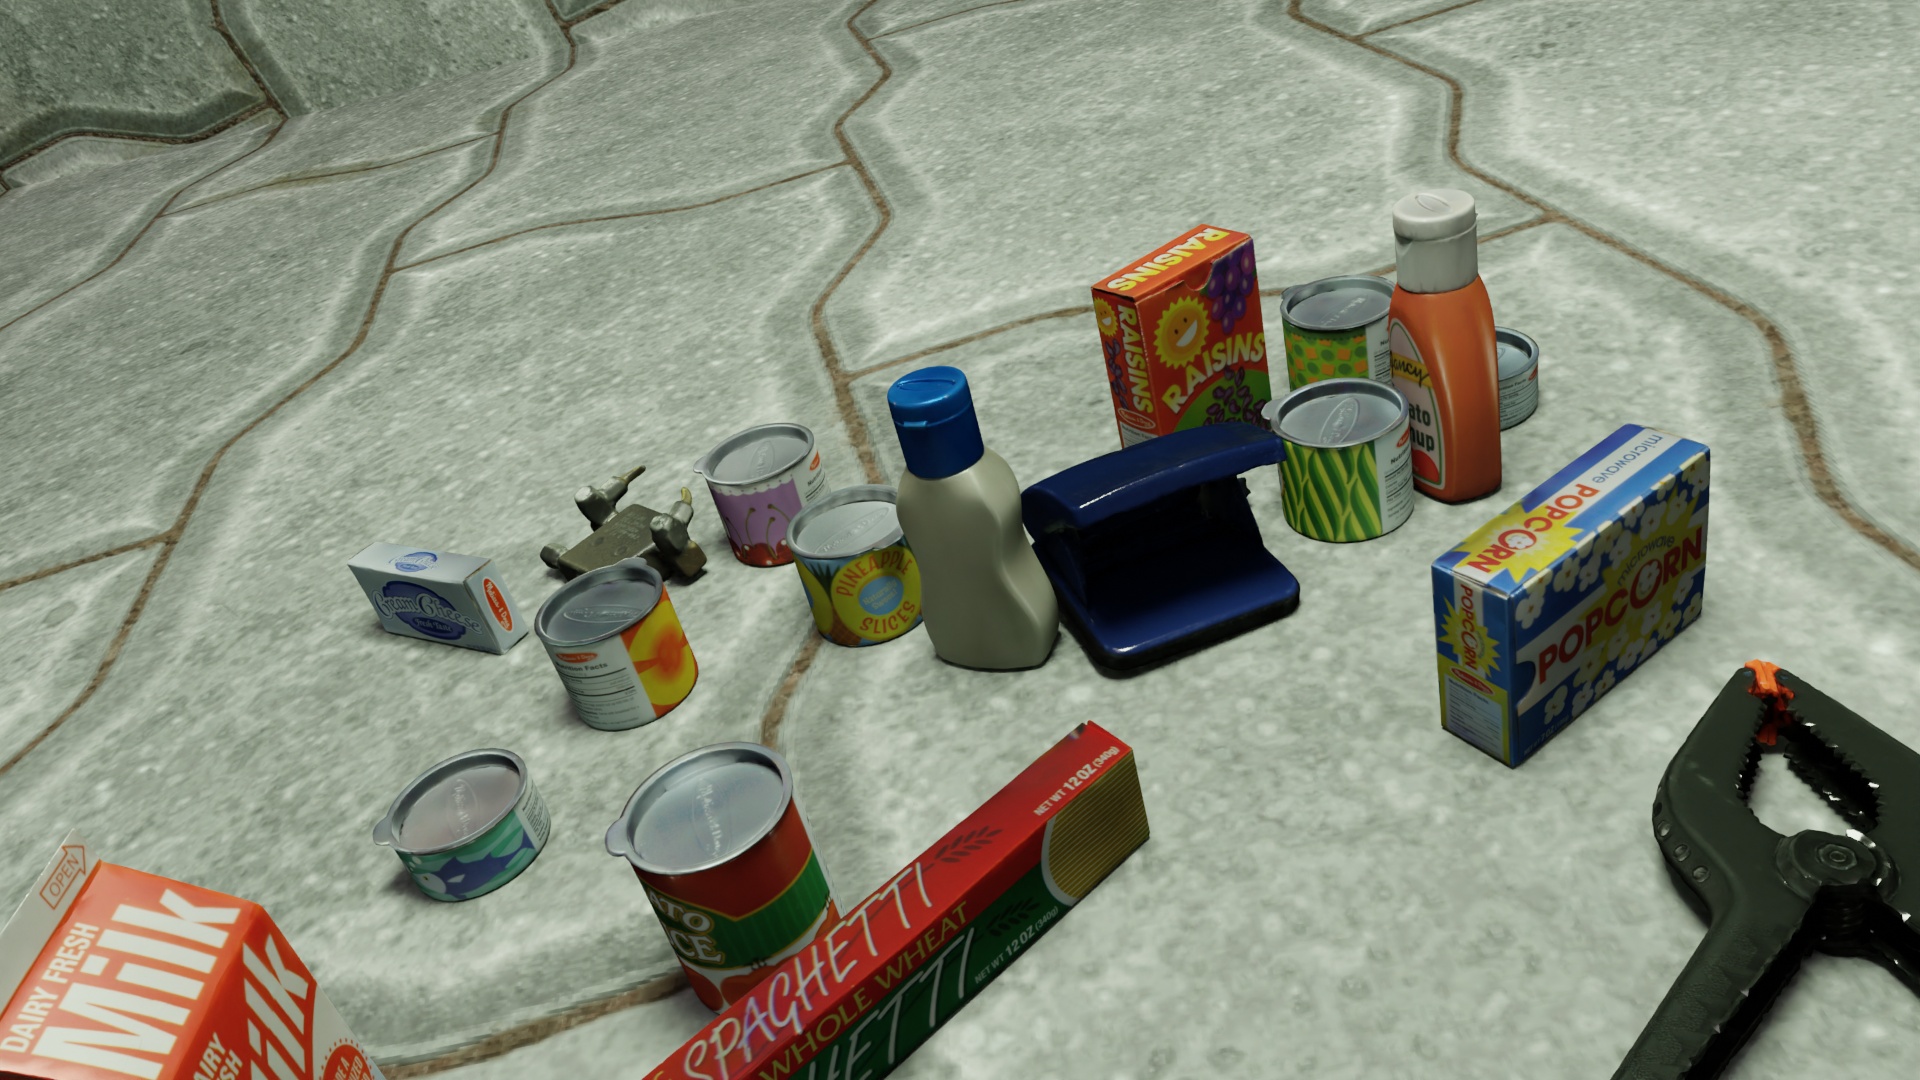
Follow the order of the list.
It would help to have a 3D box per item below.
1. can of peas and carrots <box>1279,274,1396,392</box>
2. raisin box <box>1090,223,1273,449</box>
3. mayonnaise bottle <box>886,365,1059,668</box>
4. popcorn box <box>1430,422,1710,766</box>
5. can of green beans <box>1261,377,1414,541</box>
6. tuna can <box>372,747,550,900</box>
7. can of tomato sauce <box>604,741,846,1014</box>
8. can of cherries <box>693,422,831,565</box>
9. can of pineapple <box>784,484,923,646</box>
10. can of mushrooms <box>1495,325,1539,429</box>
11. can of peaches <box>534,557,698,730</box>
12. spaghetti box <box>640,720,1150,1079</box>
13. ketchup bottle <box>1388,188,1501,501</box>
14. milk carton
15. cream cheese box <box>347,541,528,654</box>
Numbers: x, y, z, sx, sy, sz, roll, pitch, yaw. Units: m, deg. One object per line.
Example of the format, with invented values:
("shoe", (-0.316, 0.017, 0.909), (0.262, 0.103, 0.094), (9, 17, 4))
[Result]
("can of peas and carrots", (0.217, -0.111, 0.792), (0.071, 0.058, 0.071), (-11, 32, 7))
("raisin box", (0.122, -0.095, 0.747), (0.086, 0.122, 0.040), (-31, 35, -24))
("mayonnaise bottle", (0.002, -0.008, 0.641), (0.065, 0.147, 0.041), (2, 36, 25))
("popcorn box", (0.246, 0.019, 0.556), (0.127, 0.084, 0.038), (-31, 35, -23))
("can of green beans", (0.192, -0.041, 0.695), (0.071, 0.057, 0.071), (-11, 32, 7))
("tuna can", (-0.226, 0.130, 0.632), (0.071, 0.032, 0.071), (-11, 32, 7))
("can of tomato sauce", (-0.086, 0.130, 0.527), (0.071, 0.082, 0.071), (-11, 32, 7))
("can of cherries", (-0.111, -0.027, 0.800), (0.071, 0.058, 0.072), (-11, 32, 7))
("can of pineapple", (-0.050, 0.013, 0.714), (0.071, 0.057, 0.071), (-11, 32, 7))
("can of mushrooms", (0.277, -0.088, 0.755), (0.071, 0.033, 0.071), (-11, 32, 7))
("can of peaches", (-0.172, 0.052, 0.705), (0.071, 0.057, 0.071), (-11, 32, 7))
("spaghetti box", (-0.028, 0.156, 0.494), (0.251, 0.050, 0.029), (-34, 37, -28))
("ketchup bottle", (0.234, -0.095, 0.676), (0.043, 0.148, 0.065), (-19, 32, -5))
("milk carton", (-0.228, 0.177, 0.414), (0.073, 0.189, 0.073), (-13, 32, 3))
("cream cheese box", (-0.299, 0.032, 0.793), (0.104, 0.053, 0.024), (7, 38, 31))
